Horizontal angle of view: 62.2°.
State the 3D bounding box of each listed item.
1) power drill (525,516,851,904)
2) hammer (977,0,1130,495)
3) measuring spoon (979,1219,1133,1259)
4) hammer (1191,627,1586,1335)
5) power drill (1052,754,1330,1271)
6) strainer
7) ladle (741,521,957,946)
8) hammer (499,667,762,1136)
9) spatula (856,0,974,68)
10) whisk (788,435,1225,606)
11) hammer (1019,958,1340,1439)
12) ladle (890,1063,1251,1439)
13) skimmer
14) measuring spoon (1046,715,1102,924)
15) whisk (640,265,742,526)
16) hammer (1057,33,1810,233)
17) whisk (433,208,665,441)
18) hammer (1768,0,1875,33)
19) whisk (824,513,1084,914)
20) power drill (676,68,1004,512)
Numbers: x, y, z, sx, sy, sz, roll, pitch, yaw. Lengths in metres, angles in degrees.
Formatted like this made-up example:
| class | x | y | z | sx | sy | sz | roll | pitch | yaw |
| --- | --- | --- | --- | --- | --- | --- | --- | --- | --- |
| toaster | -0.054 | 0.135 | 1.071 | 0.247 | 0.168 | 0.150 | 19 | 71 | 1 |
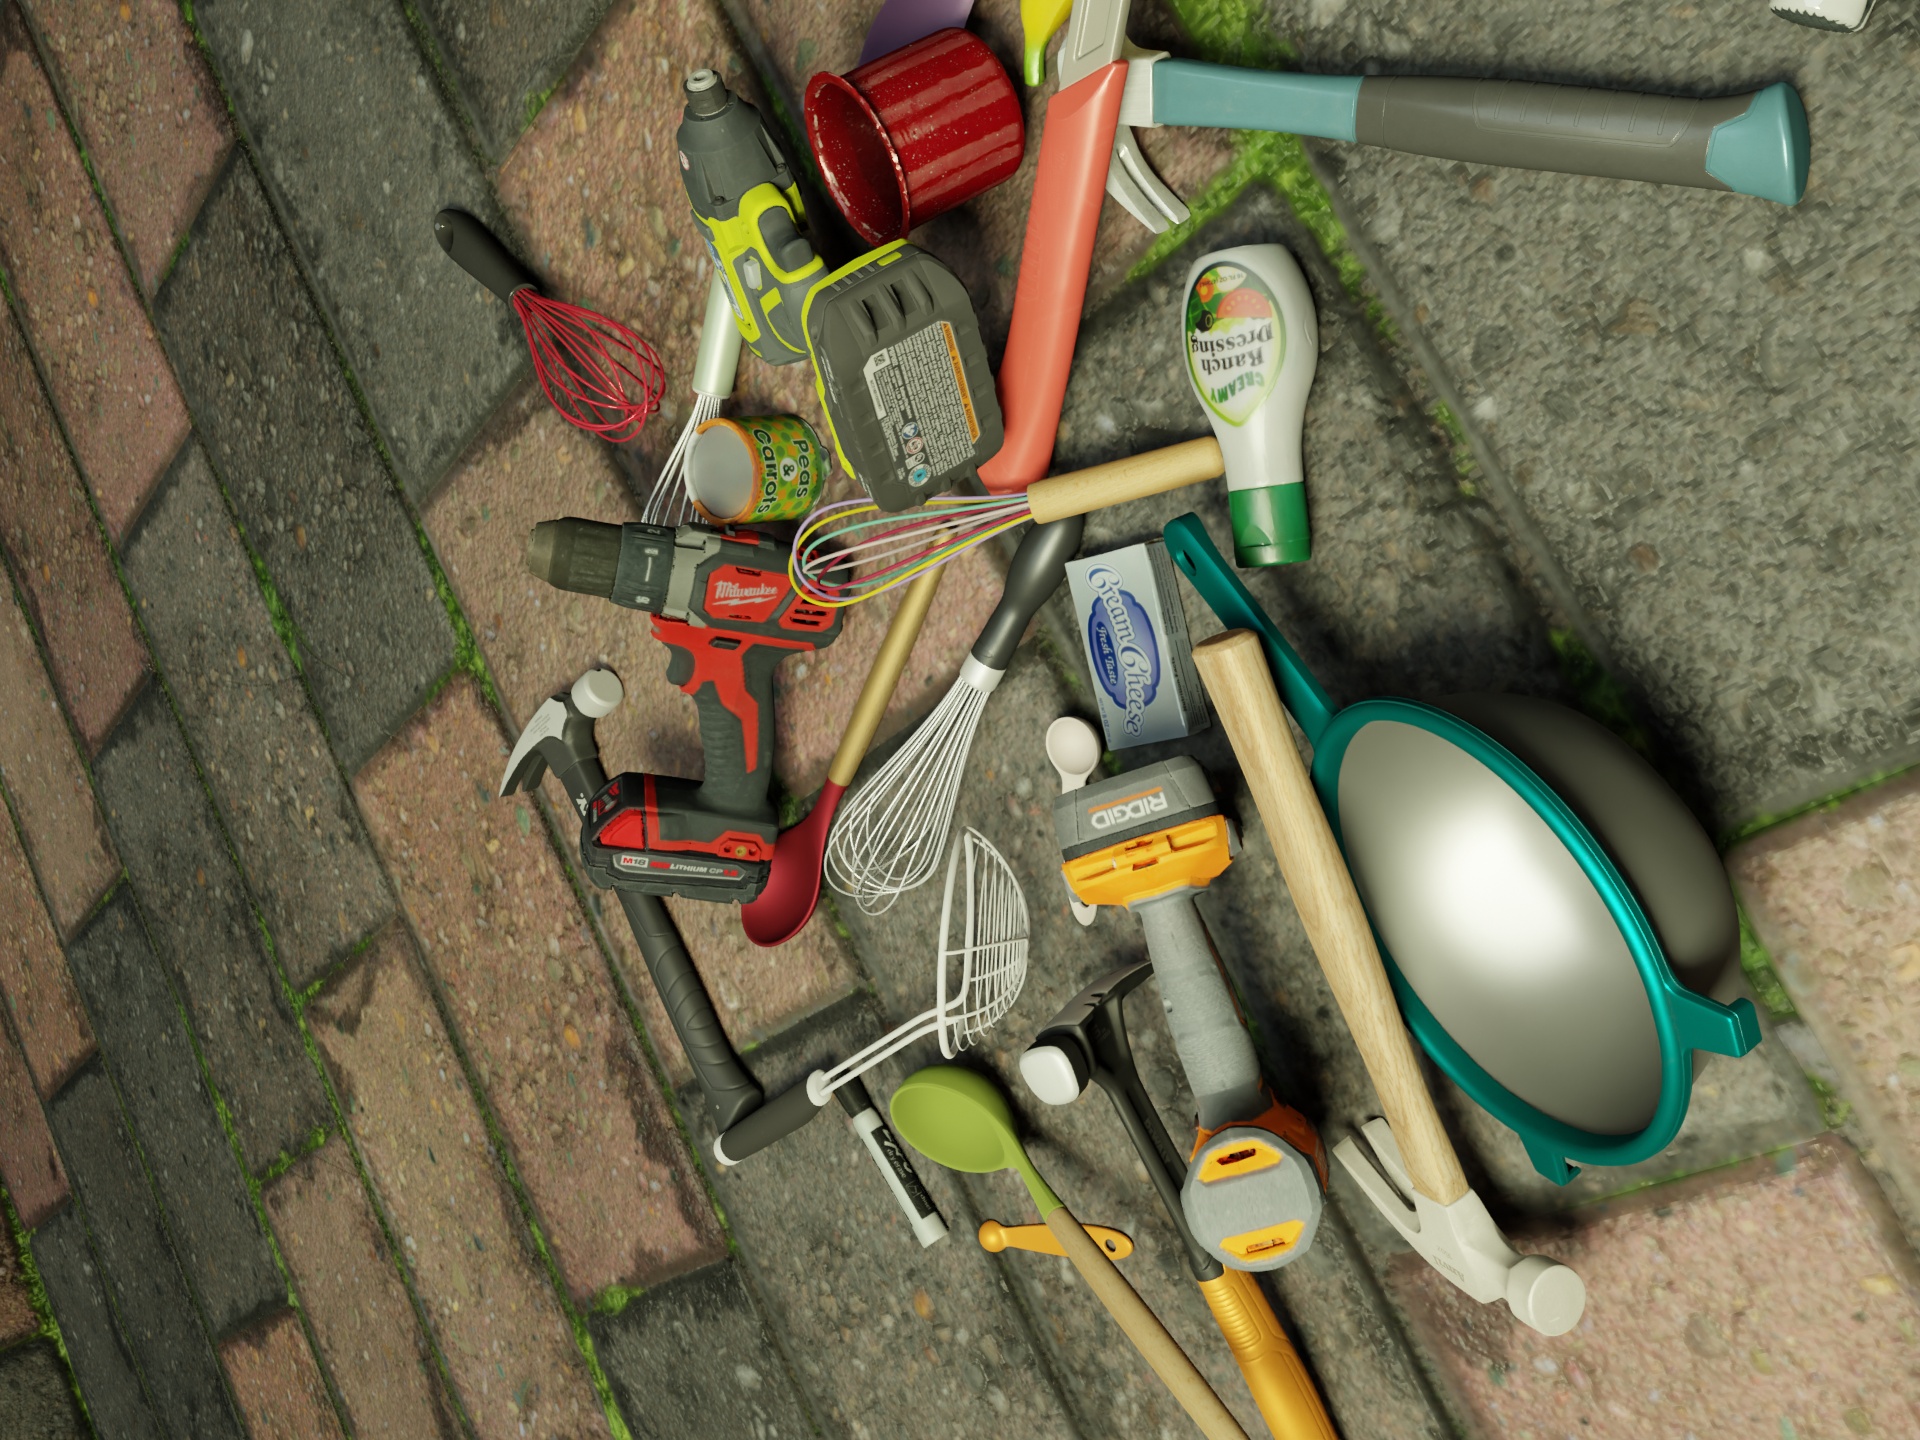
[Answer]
| class | x | y | z | sx | sy | sz | roll | pitch | yaw |
| --- | --- | --- | --- | --- | --- | --- | --- | --- | --- |
| power drill | -0.178 | -0.012 | 0.961 | 0.080 | 0.187 | 0.226 | -120 | 42 | -65 |
| hammer | 0.061 | -0.259 | 0.744 | 0.149 | 0.037 | 0.358 | 30 | 133 | 23 |
| measuring spoon | 0.054 | 0.313 | 0.953 | 0.117 | 0.011 | 0.021 | -12 | 92 | 41 |
| hammer | 0.178 | 0.113 | 0.722 | 0.331 | 0.031 | 0.130 | 67 | 163 | -9 |
| power drill | 0.121 | 0.139 | 0.780 | 0.084 | 0.164 | 0.226 | -19 | 79 | 11 |
| strainer | 0.215 | 0.021 | 0.691 | 0.341 | 0.095 | 0.210 | 57 | 163 | 26 |
| ladle | -0.067 | 0.015 | 0.979 | 0.069 | 0.031 | 0.315 | 51 | 127 | 40 |
| hammer | -0.229 | 0.140 | 1.139 | 0.146 | 0.035 | 0.335 | -35 | 77 | 39 |
| spatula | 0.029 | -0.406 | 0.782 | 0.316 | 0.018 | 0.060 | -34 | 76 | 49 |
| whisk | 0.019 | -0.103 | 0.829 | 0.245 | 0.047 | 0.051 | -12 | 134 | 21 |
| hammer | 0.142 | 0.290 | 0.833 | 0.034 | 0.127 | 0.337 | -24 | 94 | 37 |
| ladle | 0.055 | 0.290 | 0.853 | 0.320 | 0.062 | 0.078 | 42 | 154 | 51 |
| skimmer | -0.076 | 0.189 | 0.967 | 0.090 | 0.127 | 0.363 | 31 | 133 | -22 |
| measuring spoon | 0.069 | 0.055 | 0.885 | 0.034 | 0.018 | 0.124 | 10 | 113 | 38 |
| whisk | -0.157 | -0.198 | 0.997 | 0.058 | 0.059 | 0.246 | 14 | 109 | -1 |
| hammer | 0.186 | -0.262 | 0.682 | 0.331 | 0.033 | 0.128 | 20 | 130 | 31 |
| whisk | -0.287 | -0.278 | 1.081 | 0.296 | 0.073 | 0.073 | 44 | 125 | 32 |
| hammer | 0.196 | -0.404 | 0.657 | 0.409 | 0.036 | 0.149 | 31 | 117 | 32 |
| whisk | -0.001 | -0.002 | 0.903 | 0.070 | 0.070 | 0.284 | 42 | 119 | 25 |
| power drill | -0.074 | -0.225 | 0.825 | 0.223 | 0.080 | 0.171 | 51 | 168 | 37 |
